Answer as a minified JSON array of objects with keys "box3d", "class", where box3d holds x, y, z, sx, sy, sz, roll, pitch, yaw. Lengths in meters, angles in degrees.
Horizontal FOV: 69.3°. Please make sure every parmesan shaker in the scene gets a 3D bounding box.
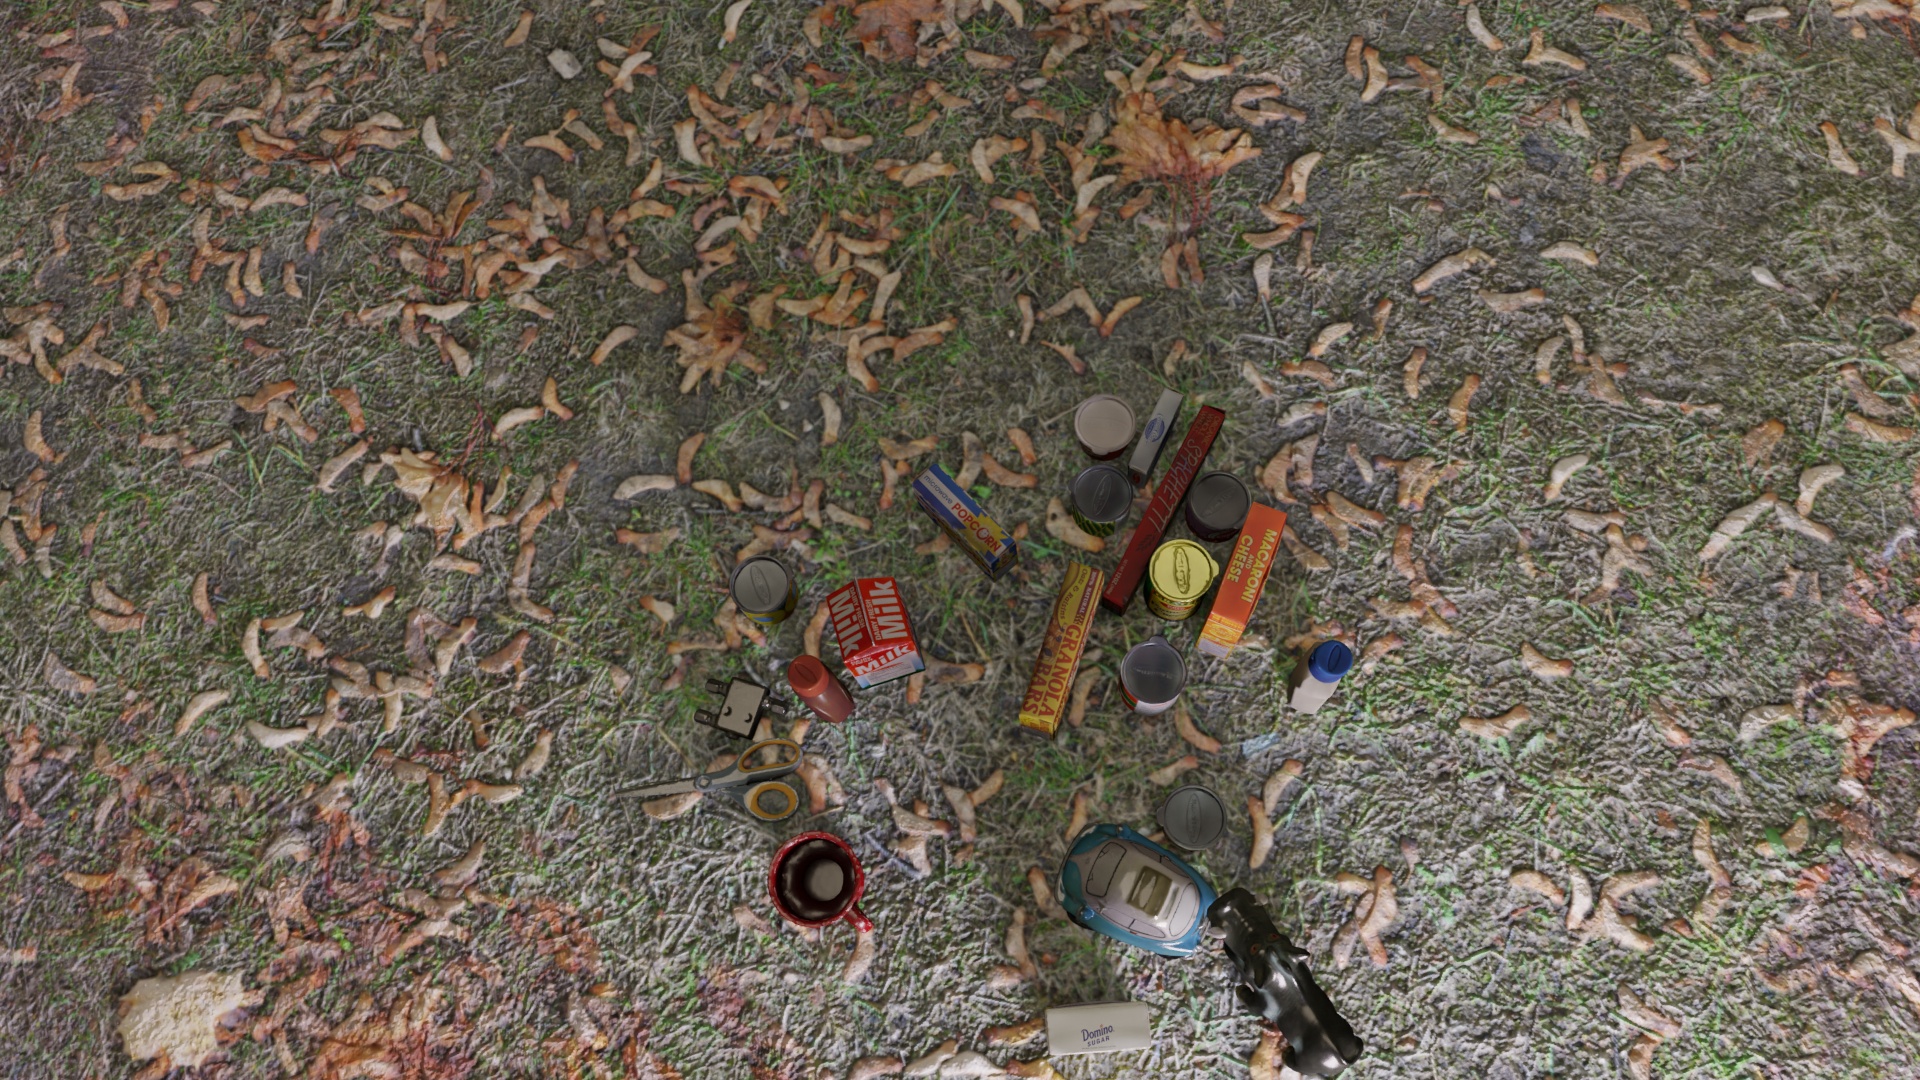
[{"box3d":[0.230,0.044,1.456,0.071,0.103,0.071,-1,74,3],"class":"parmesan shaker"}]

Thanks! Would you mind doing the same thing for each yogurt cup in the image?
[{"box3d":[0.160,-0.122,1.536,0.072,0.054,0.072,-1,74,3],"class":"yogurt cup"}]

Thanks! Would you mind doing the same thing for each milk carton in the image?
[{"box3d":[-0.087,0.092,1.416,0.073,0.190,0.072,-17,74,-1],"class":"milk carton"}]

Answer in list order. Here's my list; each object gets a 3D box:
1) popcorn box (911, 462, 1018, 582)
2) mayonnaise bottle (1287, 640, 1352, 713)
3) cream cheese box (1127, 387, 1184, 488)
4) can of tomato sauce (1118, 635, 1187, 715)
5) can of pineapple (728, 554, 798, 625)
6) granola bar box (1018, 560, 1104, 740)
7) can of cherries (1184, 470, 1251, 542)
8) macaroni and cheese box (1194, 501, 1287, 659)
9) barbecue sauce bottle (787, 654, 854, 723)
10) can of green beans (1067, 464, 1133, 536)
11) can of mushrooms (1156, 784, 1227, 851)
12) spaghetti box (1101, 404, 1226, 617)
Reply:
[{"box3d":[0.005,-0.019,1.498,0.038,0.085,0.127,-43,76,-8],"class":"popcorn box"},{"box3d":[0.362,0.133,1.398,0.041,0.147,0.065,20,76,9],"class":"mayonnaise bottle"},{"box3d":[0.214,-0.113,1.530,0.024,0.053,0.104,24,76,10],"class":"cream cheese box"},{"box3d":[0.197,0.142,1.439,0.071,0.083,0.071,-1,74,3],"class":"can of tomato sauce"},{"box3d":[-0.210,0.054,1.504,0.071,0.057,0.071,-1,74,3],"class":"can of pineapple"},{"box3d":[0.105,0.116,1.431,0.039,0.124,0.166,17,75,9],"class":"granola bar box"},{"box3d":[0.278,-0.033,1.500,0.071,0.058,0.071,-1,74,3],"class":"can of cherries"},{"box3d":[0.286,0.044,1.420,0.040,0.166,0.124,21,76,9],"class":"macaroni and cheese box"},{"box3d":[-0.147,0.149,1.425,0.065,0.148,0.044,41,80,13],"class":"barbecue sauce bottle"},{"box3d":[0.153,-0.043,1.511,0.071,0.057,0.071,-1,74,3],"class":"can of green beans"},{"box3d":[0.235,0.284,1.420,0.071,0.033,0.071,-1,73,3],"class":"can of mushrooms"},{"box3d":[0.221,-0.034,1.508,0.029,0.050,0.250,27,77,11],"class":"spaghetti box"}]
